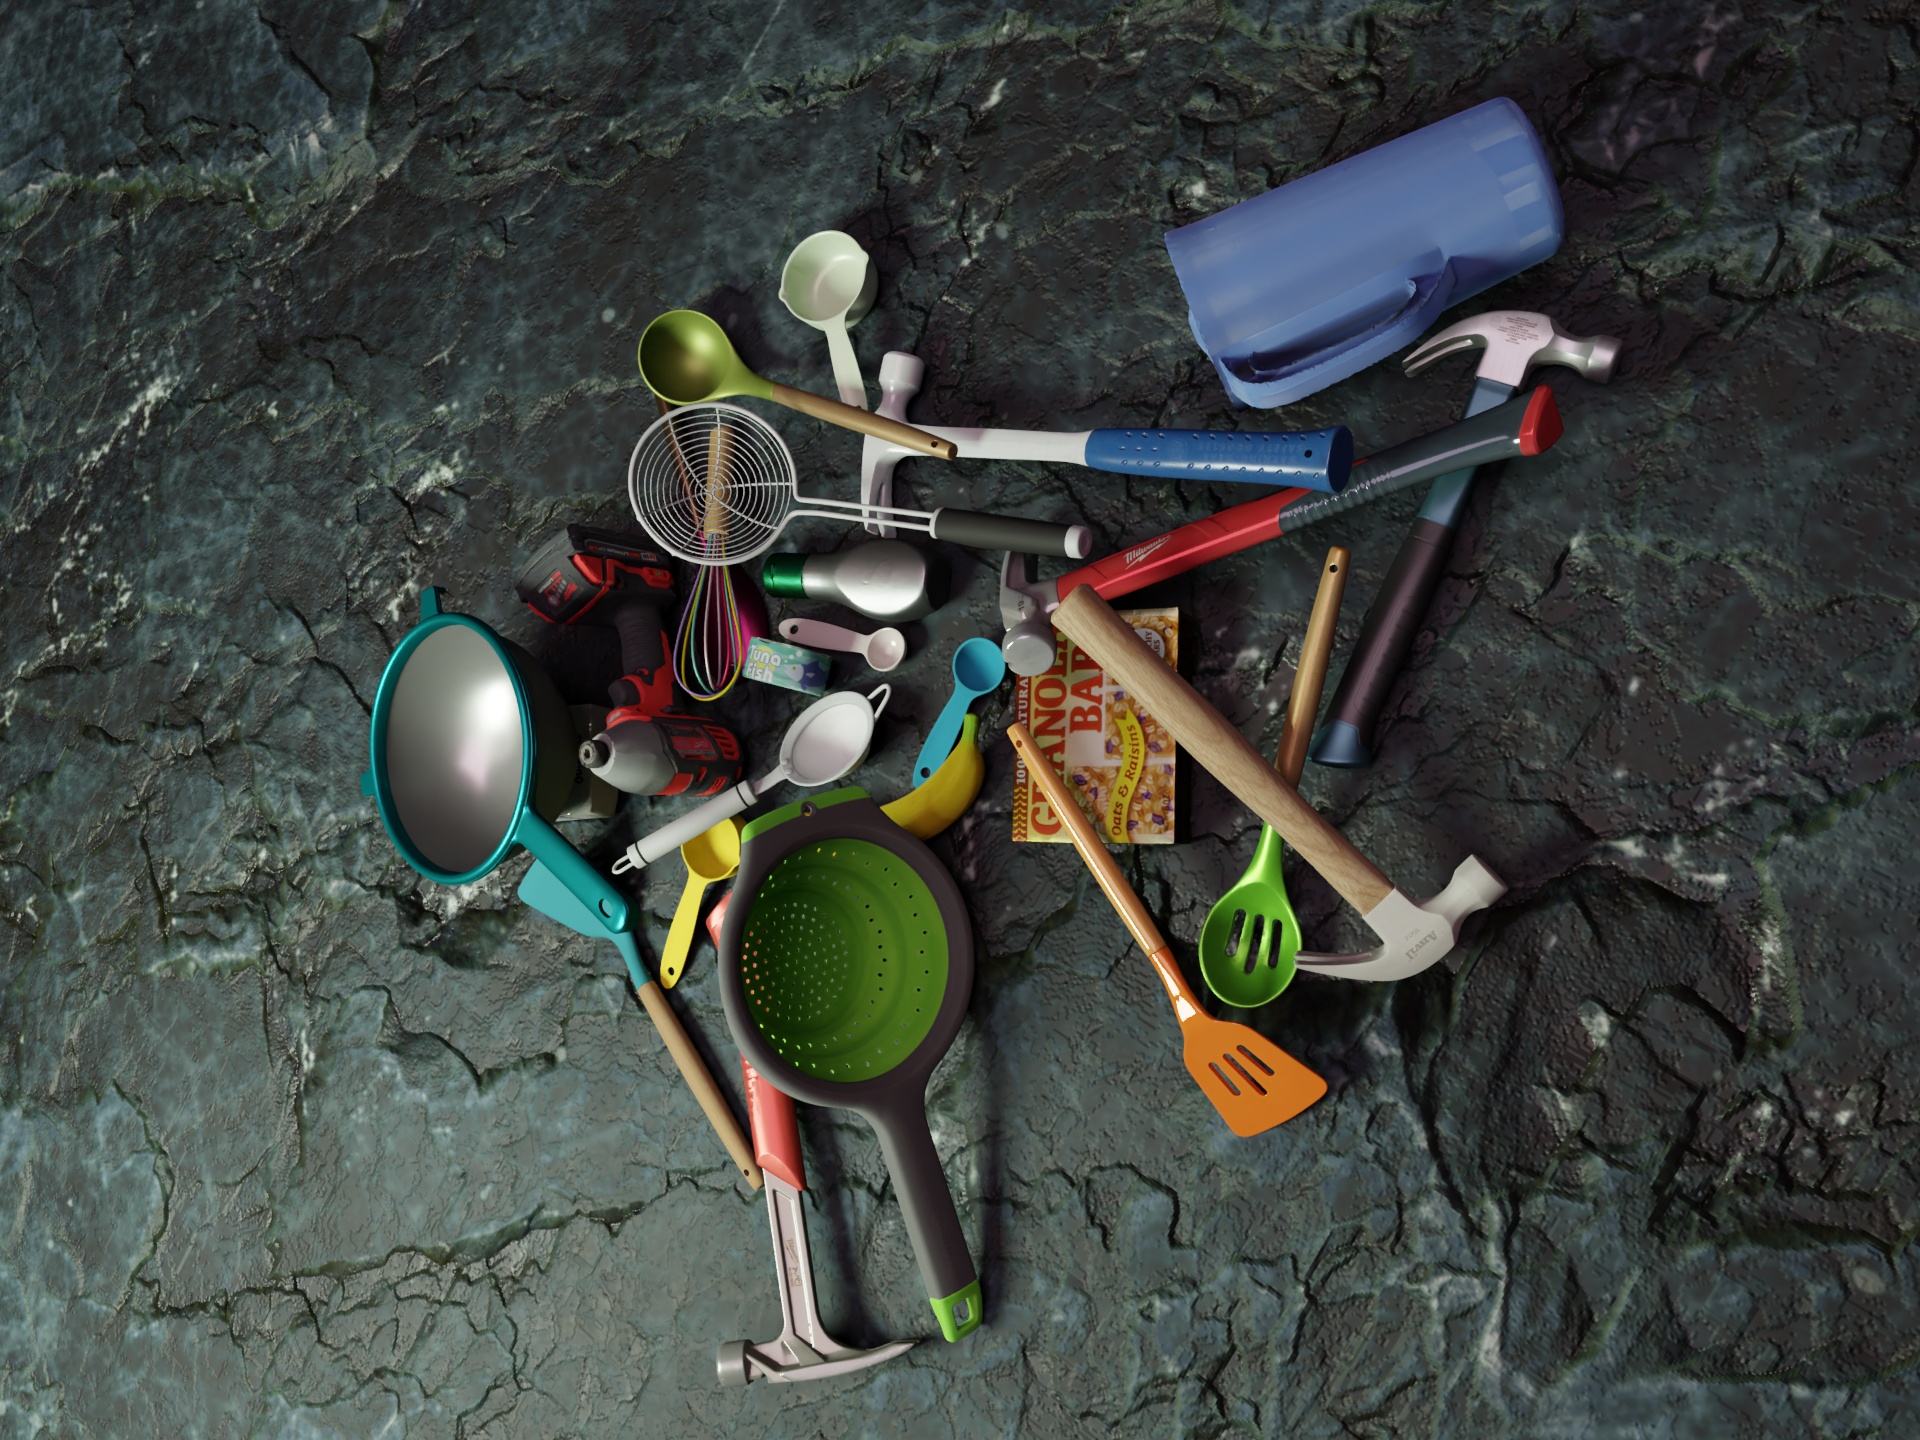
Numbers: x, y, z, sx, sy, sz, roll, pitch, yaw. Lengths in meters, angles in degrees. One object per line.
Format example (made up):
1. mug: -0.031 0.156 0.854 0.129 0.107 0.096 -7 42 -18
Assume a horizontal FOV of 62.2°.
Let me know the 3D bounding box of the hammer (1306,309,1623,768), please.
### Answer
1. hammer: 0.314 -0.118 1.065 0.128 0.033 0.331 24 93 24

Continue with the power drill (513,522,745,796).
1. power drill: -0.264 -0.040 1.251 0.078 0.143 0.220 -36 67 30

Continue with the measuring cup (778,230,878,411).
1. measuring cup: -0.091 -0.308 1.272 0.083 0.038 0.168 -18 78 21

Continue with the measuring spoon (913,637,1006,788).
1. measuring spoon: -0.002 -0.004 1.202 0.042 0.021 0.128 32 105 18

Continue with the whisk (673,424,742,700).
1. whisk: -0.192 -0.128 1.271 0.047 0.051 0.245 -25 58 45

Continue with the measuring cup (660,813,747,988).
1. measuring cup: -0.206 0.142 1.269 0.062 0.029 0.156 26 105 25

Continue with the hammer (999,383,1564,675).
1. hammer: 0.204 -0.146 1.075 0.386 0.038 0.143 -20 38 20

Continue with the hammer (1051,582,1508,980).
1. hammer: 0.186 0.037 1.032 0.331 0.031 0.130 44 104 6

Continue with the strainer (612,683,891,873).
1. strainer: -0.156 0.052 1.221 0.258 0.050 0.087 -29 42 3

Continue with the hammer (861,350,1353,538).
1. hammer: 0.084 -0.187 1.127 0.406 0.035 0.144 11 88 39

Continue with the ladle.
1. ladle: -0.132 -0.255 1.245 0.320 0.062 0.078 25 92 34

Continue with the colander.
1. colander: -0.074 0.251 1.150 0.094 0.204 0.397 -16 92 56

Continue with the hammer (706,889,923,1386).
1. hammer: -0.130 0.302 1.192 0.149 0.036 0.359 -13 74 8

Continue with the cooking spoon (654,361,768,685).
1. cooking spoon: -0.221 -0.180 1.320 0.069 0.017 0.319 -22 75 18

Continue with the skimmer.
1. skimmer: -0.080 -0.159 1.161 0.363 0.090 0.127 12 83 31

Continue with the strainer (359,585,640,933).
1. strainer: -0.326 0.054 1.227 0.341 0.095 0.211 37 112 31

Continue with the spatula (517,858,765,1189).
1. spatula: -0.245 0.235 1.257 0.082 0.044 0.318 -48 68 31

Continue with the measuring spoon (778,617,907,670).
1. measuring spoon: -0.091 -0.062 1.250 0.124 0.018 0.034 14 83 32

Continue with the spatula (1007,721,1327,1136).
1. spatula: 0.125 0.135 1.085 0.081 0.041 0.323 -42 72 32

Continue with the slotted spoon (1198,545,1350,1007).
1. slotted spoon: 0.218 0.040 1.054 0.070 0.031 0.313 16 103 24
